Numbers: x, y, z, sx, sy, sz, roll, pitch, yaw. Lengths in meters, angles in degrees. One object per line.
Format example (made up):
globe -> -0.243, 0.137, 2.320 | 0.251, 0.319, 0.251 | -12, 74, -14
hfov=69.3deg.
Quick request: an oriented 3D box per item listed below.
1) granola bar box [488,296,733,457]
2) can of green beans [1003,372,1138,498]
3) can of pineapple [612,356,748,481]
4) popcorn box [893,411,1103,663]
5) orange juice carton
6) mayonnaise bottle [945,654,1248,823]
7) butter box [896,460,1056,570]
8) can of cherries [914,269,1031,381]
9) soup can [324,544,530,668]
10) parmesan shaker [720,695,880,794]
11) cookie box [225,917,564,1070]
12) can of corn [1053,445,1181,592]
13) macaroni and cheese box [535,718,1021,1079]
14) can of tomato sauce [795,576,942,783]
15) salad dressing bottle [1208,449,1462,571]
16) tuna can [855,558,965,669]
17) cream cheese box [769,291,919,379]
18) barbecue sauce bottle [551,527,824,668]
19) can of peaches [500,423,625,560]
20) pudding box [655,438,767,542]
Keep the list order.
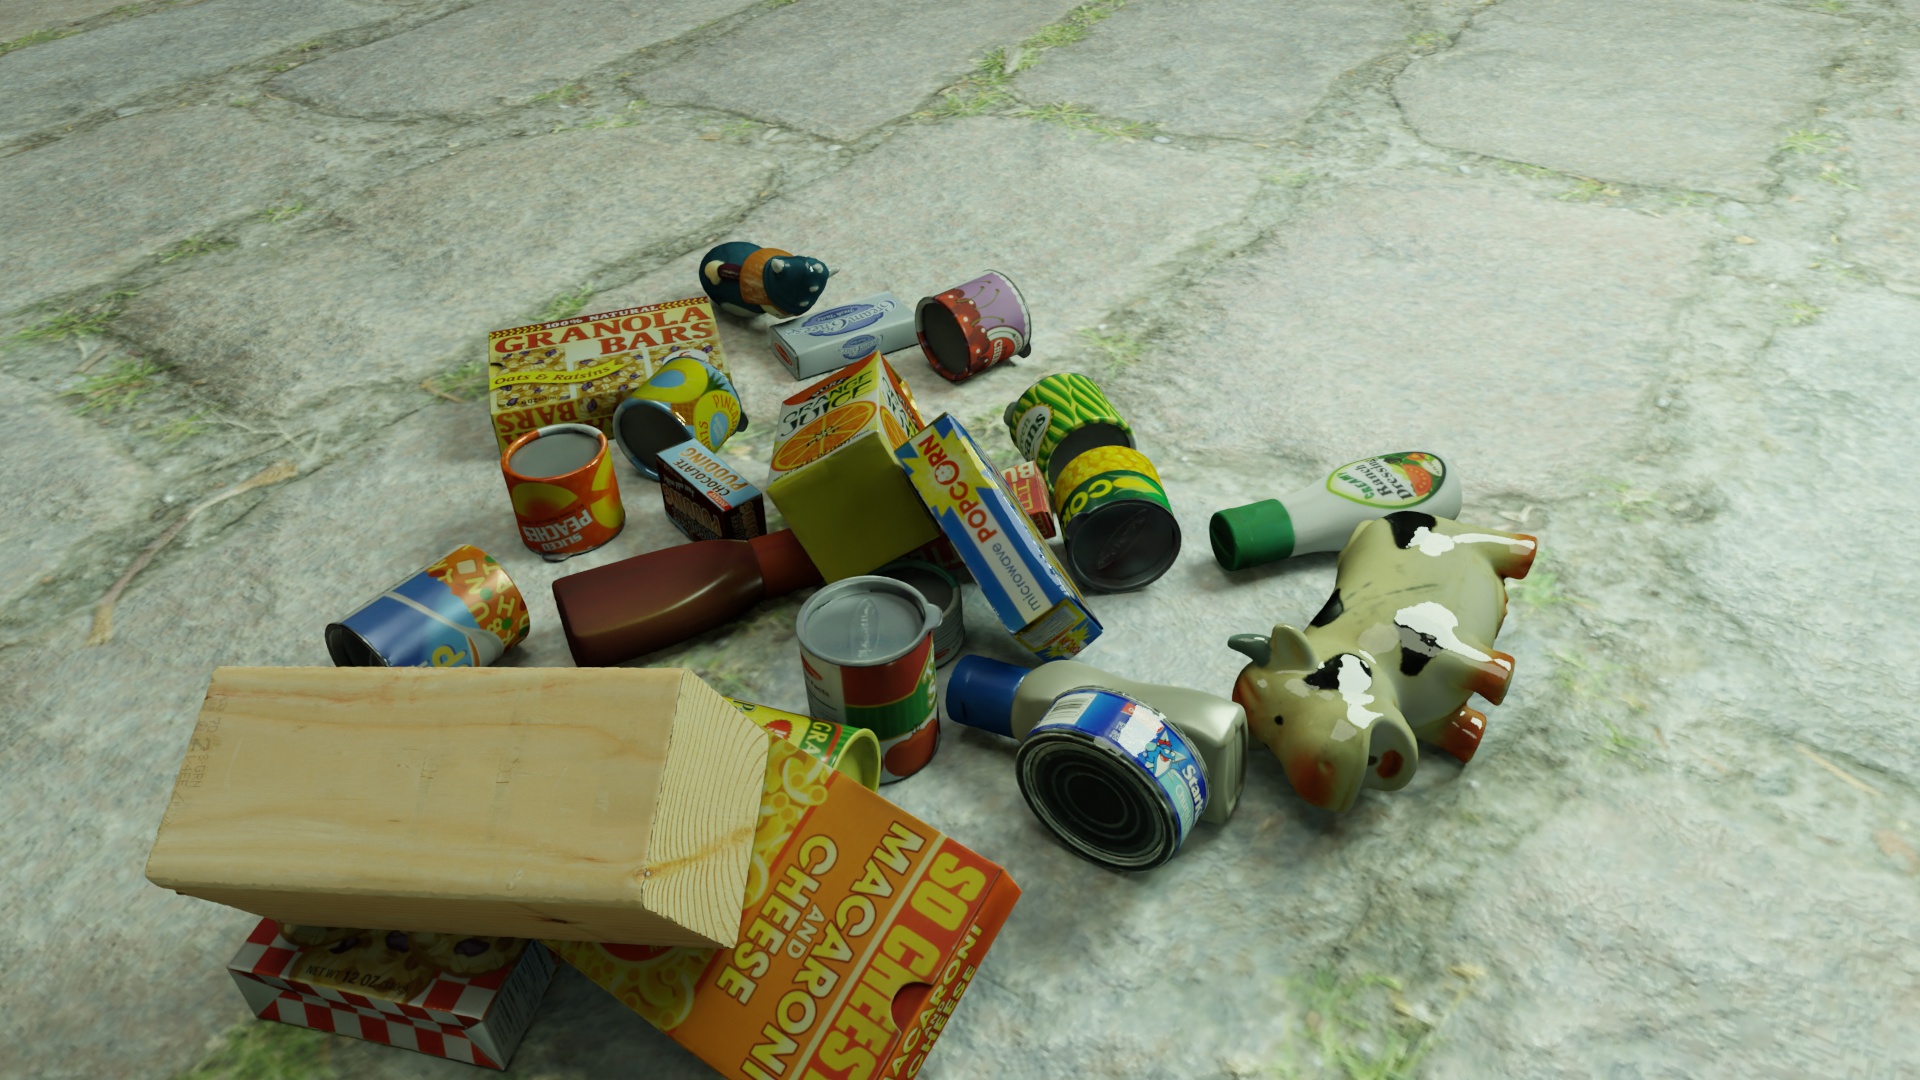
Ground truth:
granola bar box -> -0.253, -0.122, 1.003 | 0.166, 0.038, 0.125 | -12, 38, -11
can of green beans -> 0.071, -0.064, 0.879 | 0.071, 0.071, 0.058 | -13, 39, -13
can of pineapple -> -0.185, -0.079, 0.919 | 0.071, 0.070, 0.058 | 12, 40, 19
popcorn box -> 0.022, 0.001, 0.743 | 0.038, 0.085, 0.127 | -35, 67, 6
orange juice carton -> -0.063, -0.054, 0.838 | 0.072, 0.073, 0.193 | -27, 23, 9
mayonnaise bottle -> 0.065, 0.091, 0.682 | 0.148, 0.064, 0.041 | 13, 41, 26
butter box -> 0.003, -0.010, 0.825 | 0.103, 0.024, 0.053 | -17, 36, 9
can of cherries -> 0.010, -0.153, 1.003 | 0.058, 0.071, 0.071 | -28, 44, -29
soup can -> -0.286, 0.052, 0.755 | 0.071, 0.071, 0.084 | 22, 43, 29
parmesan shaker -> -0.099, 0.113, 0.659 | 0.103, 0.071, 0.072 | 11, 39, 18
cookie box -> -0.229, 0.148, 0.642 | 0.123, 0.040, 0.168 | 6, 38, 13
can of corn -> 0.088, -0.014, 0.809 | 0.071, 0.070, 0.058 | -6, 36, -3
macaroni and cheese box -> -0.078, 0.152, 0.573 | 0.167, 0.040, 0.124 | 25, 73, 25
can of tomato sauce -> -0.043, 0.070, 0.696 | 0.071, 0.082, 0.071 | -2, 37, 2
salad dressing bottle -> 0.221, -0.016, 0.822 | 0.148, 0.043, 0.064 | -14, 39, -13
tuna can -> -0.033, 0.041, 0.776 | 0.071, 0.032, 0.071 | -2, 37, 1
cream cheese box -> -0.087, -0.156, 1.046 | 0.104, 0.024, 0.053 | -20, 41, -21
barbecue sauce bottle -> -0.153, 0.028, 0.794 | 0.149, 0.043, 0.065 | -17, 39, -18
can of peaches -> -0.248, -0.031, 0.867 | 0.071, 0.057, 0.071 | -2, 37, 2
pudding box -> -0.153, -0.022, 0.854 | 0.030, 0.049, 0.084 | -26, 43, -29
